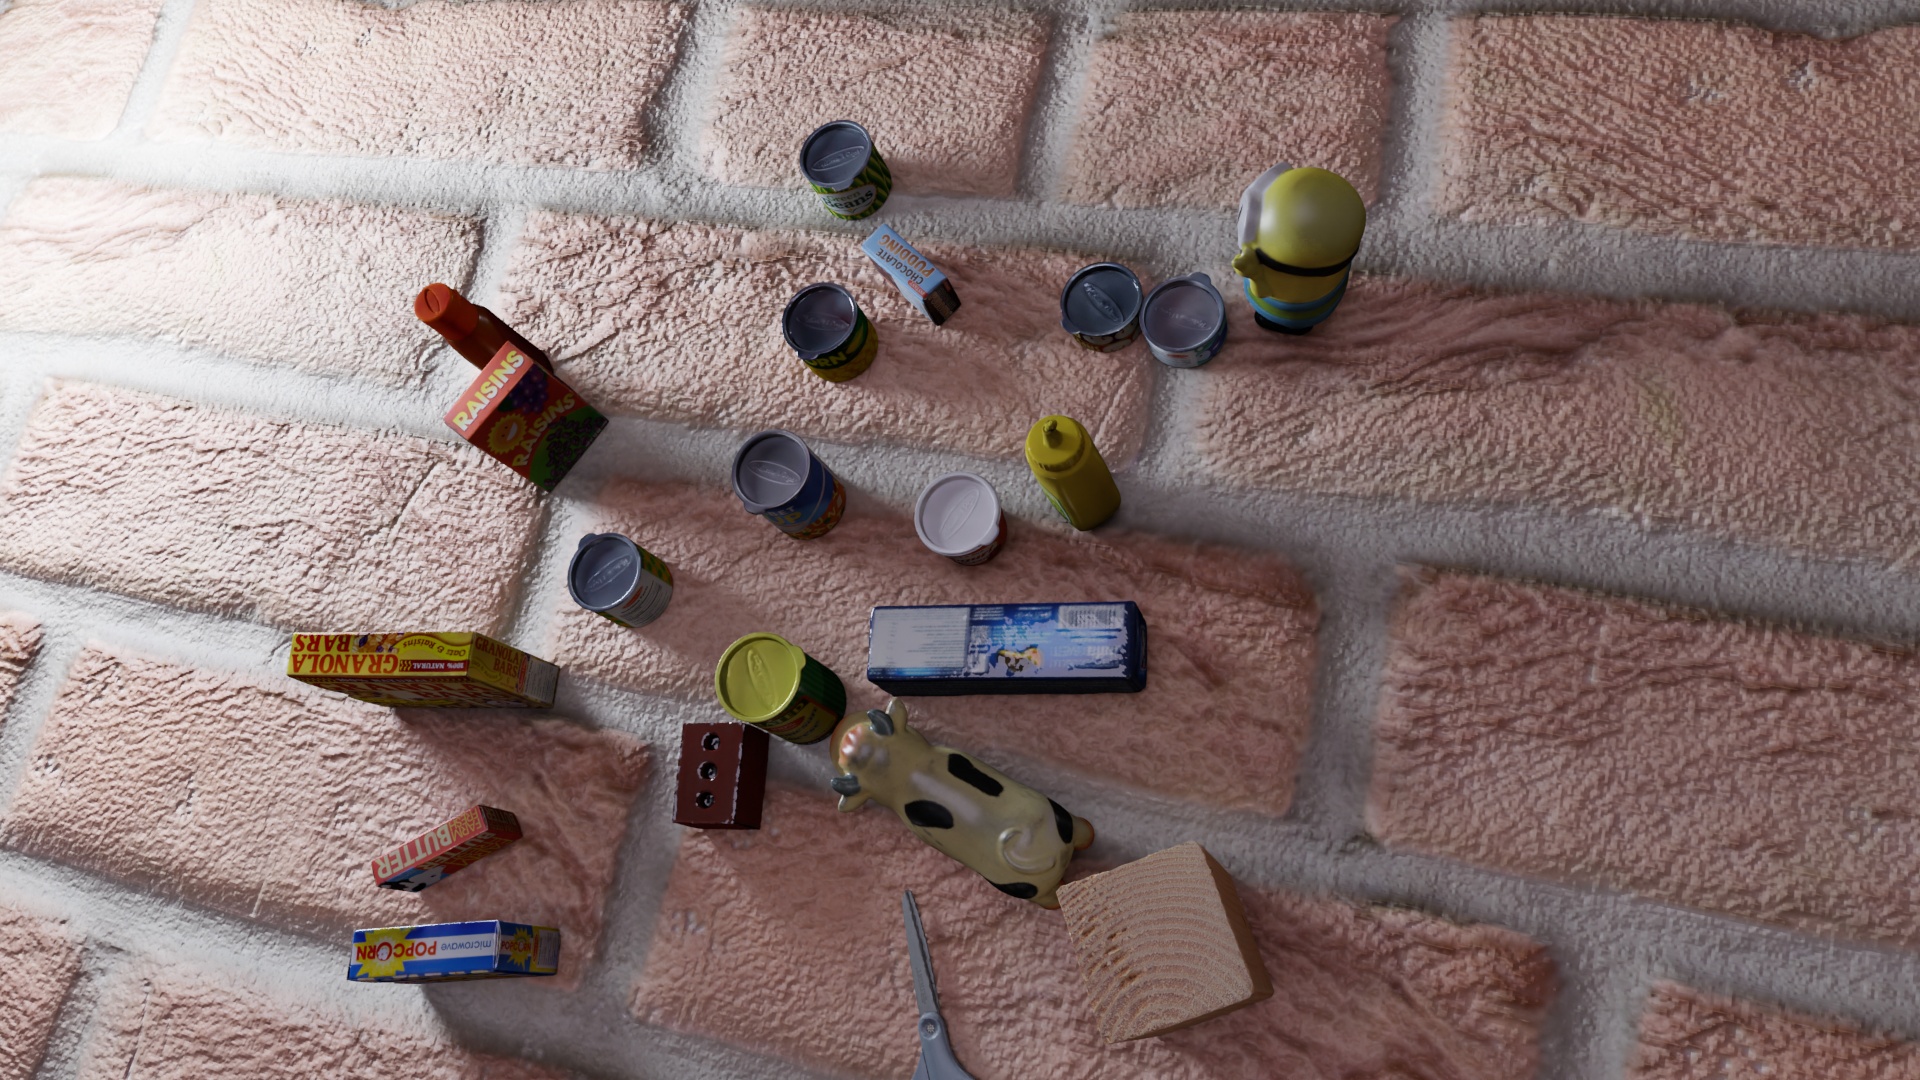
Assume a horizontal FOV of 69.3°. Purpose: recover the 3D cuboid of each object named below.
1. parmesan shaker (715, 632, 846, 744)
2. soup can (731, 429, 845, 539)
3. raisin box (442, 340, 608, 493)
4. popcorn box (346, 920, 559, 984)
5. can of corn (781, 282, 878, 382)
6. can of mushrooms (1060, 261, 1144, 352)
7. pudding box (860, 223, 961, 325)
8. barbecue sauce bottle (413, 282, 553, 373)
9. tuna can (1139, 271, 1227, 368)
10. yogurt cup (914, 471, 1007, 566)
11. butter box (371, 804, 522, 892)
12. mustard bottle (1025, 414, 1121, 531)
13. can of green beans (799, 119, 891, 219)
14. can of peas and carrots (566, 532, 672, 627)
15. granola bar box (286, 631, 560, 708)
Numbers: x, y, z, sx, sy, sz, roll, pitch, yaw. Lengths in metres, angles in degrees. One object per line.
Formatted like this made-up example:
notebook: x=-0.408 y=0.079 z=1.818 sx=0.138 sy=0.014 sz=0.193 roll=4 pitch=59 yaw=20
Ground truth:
parmesan shaker: x=-0.130 y=0.112 z=1.042 sx=0.071 sy=0.103 sz=0.071 roll=-5 pitch=71 yaw=14
soup can: x=-0.137 y=-0.041 z=1.108 sx=0.071 sy=0.083 sz=0.071 roll=-5 pitch=71 yaw=14
raisin box: x=-0.365 y=-0.103 z=1.173 sx=0.040 sy=0.123 sz=0.086 roll=36 pitch=85 yaw=23
popcorn box: x=-0.383 y=0.314 z=1.054 sx=0.126 sy=0.085 sz=0.038 roll=-8 pitch=70 yaw=13
can of corn: x=-0.109 y=-0.171 z=1.160 sx=0.071 sy=0.058 sz=0.071 roll=-5 pitch=70 yaw=14
can of mushrooms: x=0.114 y=-0.186 z=1.115 sx=0.071 sy=0.033 sz=0.071 roll=-5 pitch=70 yaw=14
pudding box: x=-0.042 y=-0.223 z=1.163 sx=0.030 sy=0.049 sz=0.084 roll=-45 pitch=66 yaw=-2
barbecue sauce bottle: x=-0.409 y=-0.172 z=1.197 sx=0.043 sy=0.148 sz=0.065 roll=-33 pitch=66 yaw=3
tuna can: x=0.177 y=-0.174 z=1.093 sx=0.071 sy=0.032 sz=0.071 roll=-5 pitch=70 yaw=14
yogurt cup: x=0.004 y=-0.013 z=1.075 sx=0.072 sy=0.054 sz=0.072 roll=-5 pitch=70 yaw=14
butter box: x=-0.407 y=0.245 z=1.103 sx=0.103 sy=0.053 sz=0.024 roll=-28 pitch=67 yaw=5
mustard bottle: x=0.077 y=-0.056 z=1.011 sx=0.049 sy=0.160 sz=0.065 roll=-38 pitch=66 yaw=1
can of green beans: x=-0.099 y=-0.322 z=1.210 sx=0.071 sy=0.057 sz=0.071 roll=-5 pitch=70 yaw=14
can of peas and carrots: x=-0.279 y=0.032 z=1.137 sx=0.071 sy=0.058 sz=0.071 roll=-5 pitch=70 yaw=14
granola bar box: x=-0.430 y=0.106 z=1.119 sx=0.165 sy=0.124 sz=0.039 roll=-2 pitch=72 yaw=16
